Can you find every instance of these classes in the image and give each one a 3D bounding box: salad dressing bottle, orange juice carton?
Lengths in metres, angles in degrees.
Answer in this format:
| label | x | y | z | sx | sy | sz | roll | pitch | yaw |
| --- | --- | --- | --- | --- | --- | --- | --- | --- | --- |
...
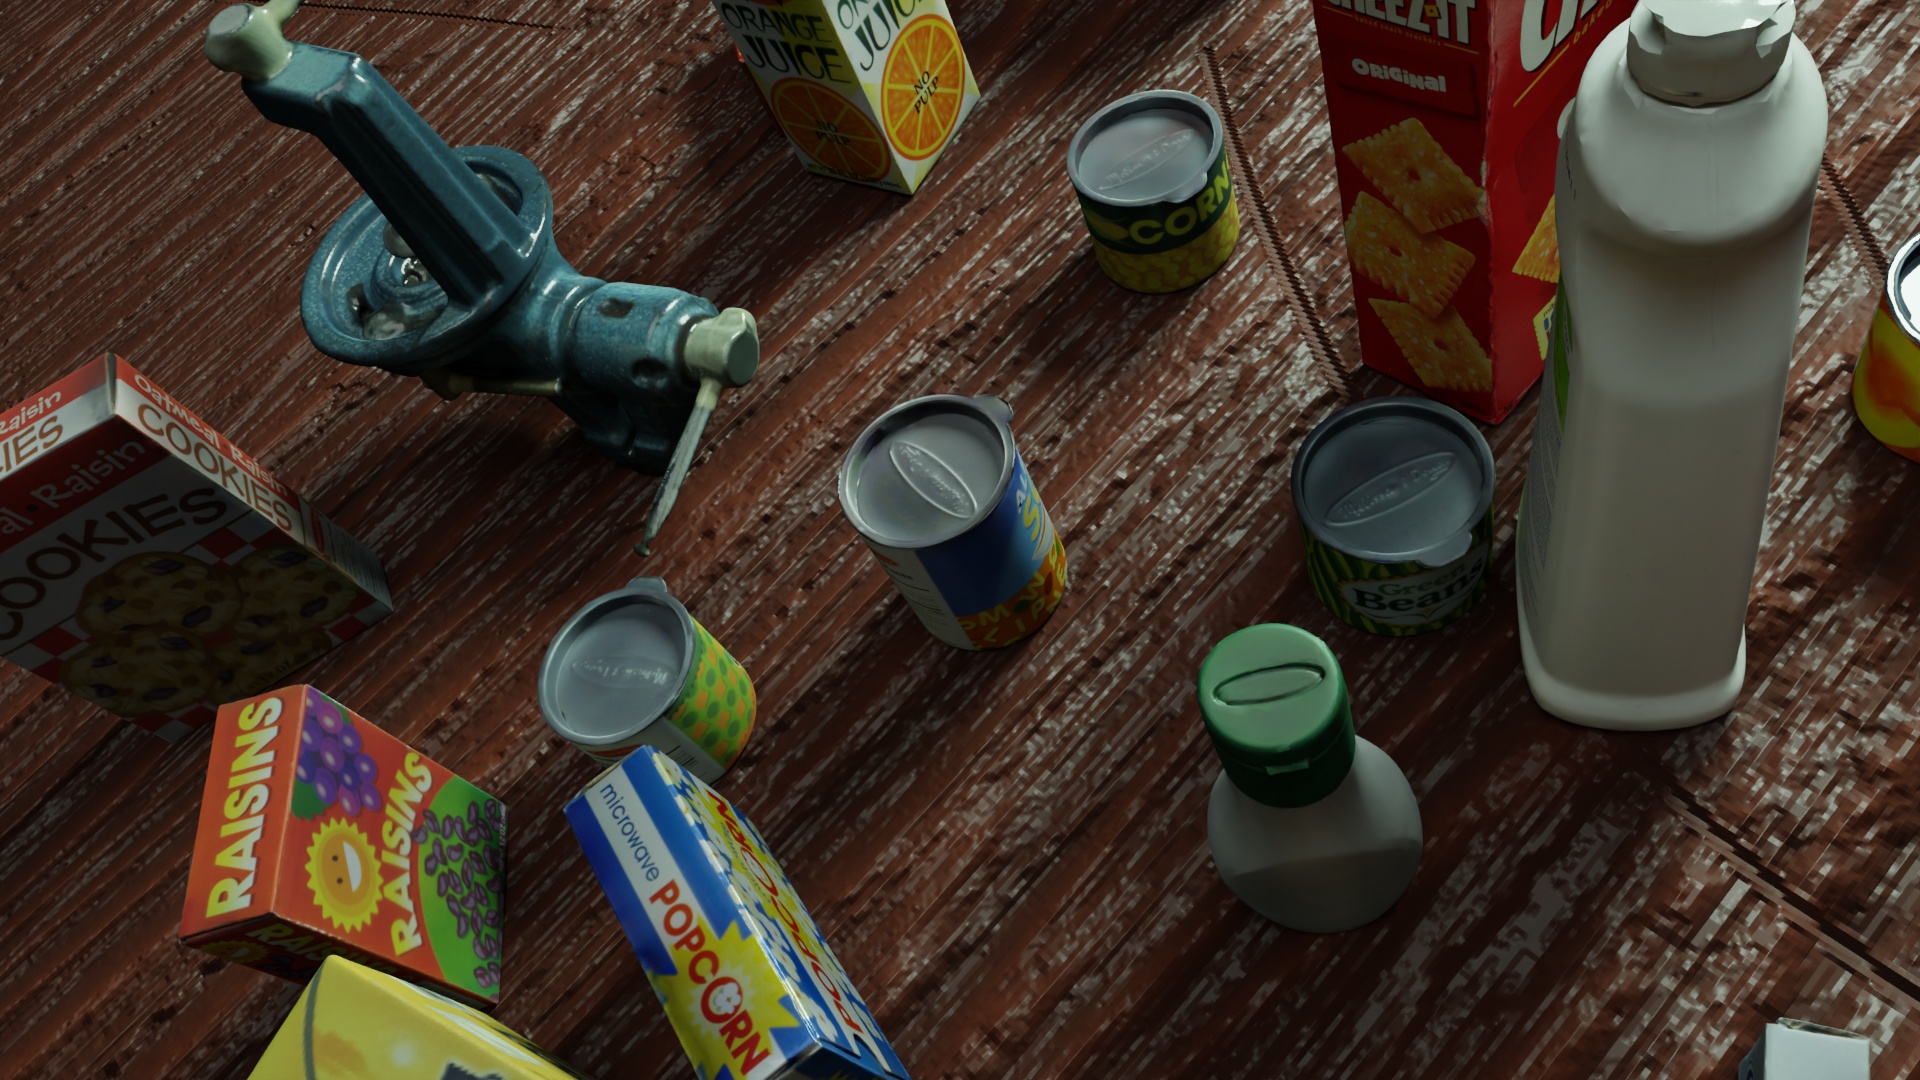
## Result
| label | x | y | z | sx | sy | sz | roll | pitch | yaw |
| --- | --- | --- | --- | --- | --- | --- | --- | --- | --- |
| salad dressing bottle | 0.099 | 0.073 | 0.402 | 0.064 | 0.147 | 0.044 | -13 | 56 | 13 |
| orange juice carton | -0.063 | -0.256 | 0.641 | 0.072 | 0.192 | 0.073 | 20 | 68 | 29 |

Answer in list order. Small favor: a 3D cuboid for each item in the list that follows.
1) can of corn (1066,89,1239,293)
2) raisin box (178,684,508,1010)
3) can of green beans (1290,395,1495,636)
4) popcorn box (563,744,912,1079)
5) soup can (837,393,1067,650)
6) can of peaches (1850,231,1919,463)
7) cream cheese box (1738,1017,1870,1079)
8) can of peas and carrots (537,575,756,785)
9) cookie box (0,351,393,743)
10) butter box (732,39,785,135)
| label | x | y | z | sx | sy | sz | roll | pitch | yaw |
| --- | --- | --- | --- | --- | --- | --- | --- | --- | --- |
| can of corn | 0.086 | -0.148 | 0.601 | 0.071 | 0.058 | 0.071 | -9 | 57 | 15 |
| raisin box | -0.218 | 0.117 | 0.505 | 0.040 | 0.123 | 0.086 | -16 | 55 | 10 |
| can of green beans | 0.153 | -0.007 | 0.488 | 0.071 | 0.057 | 0.071 | -9 | 57 | 15 |
| popcorn box | -0.074 | 0.136 | 0.464 | 0.038 | 0.085 | 0.127 | -38 | 54 | -5 |
| soup can | 0.002 | -0.007 | 0.527 | 0.071 | 0.083 | 0.071 | -9 | 57 | 15 |
| can of peaches | 0.337 | -0.062 | 0.455 | 0.071 | 0.058 | 0.071 | -9 | 57 | 15 |
| cream cheese box | 0.212 | 0.180 | 0.351 | 0.024 | 0.053 | 0.104 | 5 | 61 | 23 |
| can of peas and carrots | -0.121 | 0.058 | 0.547 | 0.071 | 0.058 | 0.071 | -9 | 57 | 15 |
| cookie box | -0.350 | 0.010 | 0.594 | 0.123 | 0.166 | 0.040 | -30 | 54 | 0 |
| butter box | -0.106 | -0.273 | 0.753 | 0.024 | 0.053 | 0.104 | -21 | 55 | 7 |
